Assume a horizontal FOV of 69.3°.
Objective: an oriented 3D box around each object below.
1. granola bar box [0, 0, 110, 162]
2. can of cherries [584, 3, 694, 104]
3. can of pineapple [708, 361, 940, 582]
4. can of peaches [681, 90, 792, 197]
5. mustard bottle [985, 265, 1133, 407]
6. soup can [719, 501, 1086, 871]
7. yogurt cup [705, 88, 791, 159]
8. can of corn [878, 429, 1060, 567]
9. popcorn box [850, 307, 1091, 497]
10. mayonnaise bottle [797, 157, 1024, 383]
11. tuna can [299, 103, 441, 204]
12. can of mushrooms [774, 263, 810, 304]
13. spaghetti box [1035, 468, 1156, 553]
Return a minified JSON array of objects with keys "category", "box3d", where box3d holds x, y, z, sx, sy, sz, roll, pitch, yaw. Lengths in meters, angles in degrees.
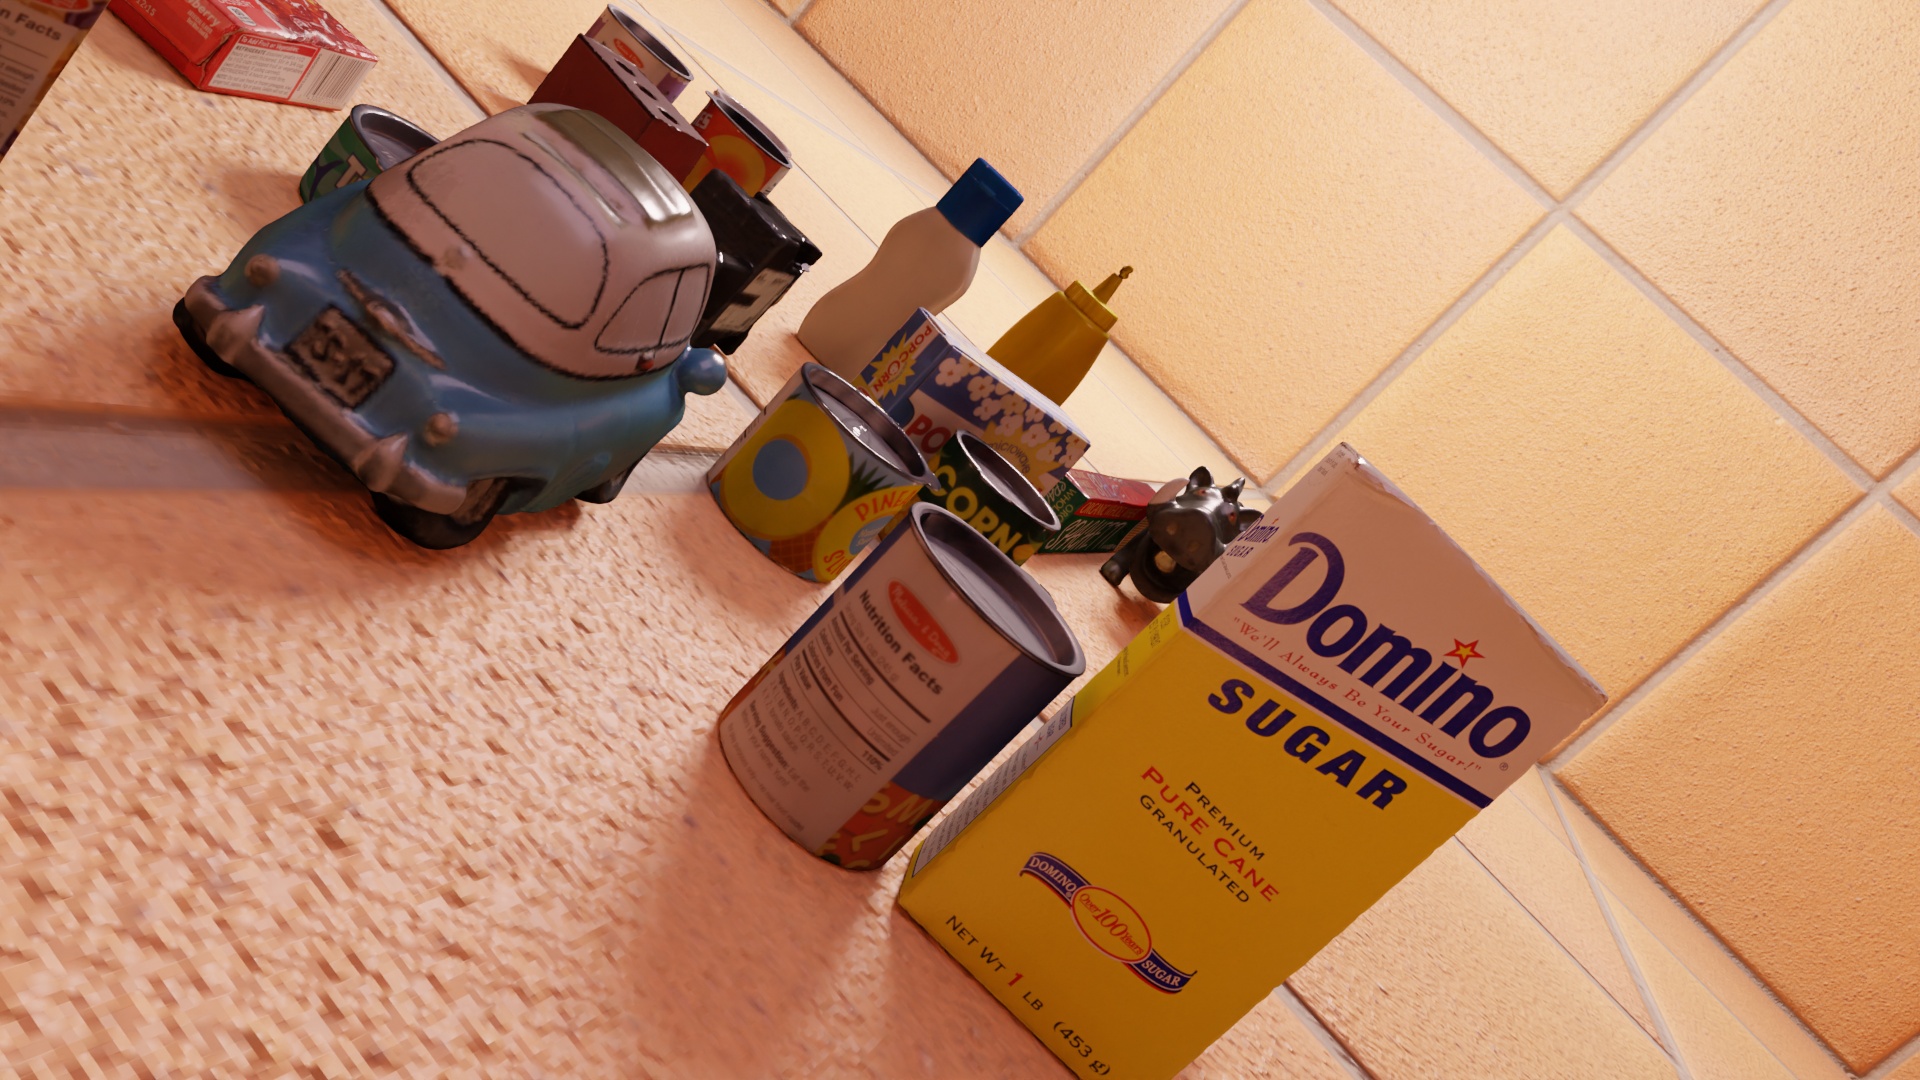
[{"category":"granola bar box","box3d":[-0.246,-0.186,0.326,0.166,0.124,0.039,49,14,21]},{"category":"can of cherries","box3d":[-0.210,-0.289,0.868,0.071,0.058,0.072,41,14,-12]},{"category":"can of pineapple","box3d":[-0.053,-0.025,0.536,0.071,0.057,0.071,41,14,-12]},{"category":"can of peaches","box3d":[-0.153,-0.243,0.892,0.071,0.058,0.071,41,14,-12]},{"category":"mustard bottle","box3d":[0.058,-0.125,0.929,0.065,0.160,0.049,25,23,-54]},{"category":"soup can","box3d":[-0.016,0.042,0.394,0.071,0.083,0.071,41,14,-12]},{"category":"yogurt cup","box3d":[-0.159,-0.270,0.965,0.072,0.054,0.072,41,14,-12]},{"category":"can of corn","box3d":[0.002,-0.008,0.643,0.071,0.058,0.071,41,14,-12]},{"category":"popcorn box","box3d":[-0.003,-0.051,0.698,0.126,0.085,0.038,29,20,-47]},{"category":"mayonnaise bottle","box3d":[-0.025,-0.154,0.804,0.065,0.148,0.041,44,13,-2]},{"category":"tuna can","box3d":[-0.186,-0.113,0.471,0.071,0.032,0.071,41,14,-12]},{"category":"can of mushrooms","box3d":[-0.122,-0.171,0.822,0.071,0.033,0.071,41,14,-12]},{"category":"spaghetti box","box3d":[0.092,-0.018,0.942,0.029,0.050,0.250,47,14,14]}]
